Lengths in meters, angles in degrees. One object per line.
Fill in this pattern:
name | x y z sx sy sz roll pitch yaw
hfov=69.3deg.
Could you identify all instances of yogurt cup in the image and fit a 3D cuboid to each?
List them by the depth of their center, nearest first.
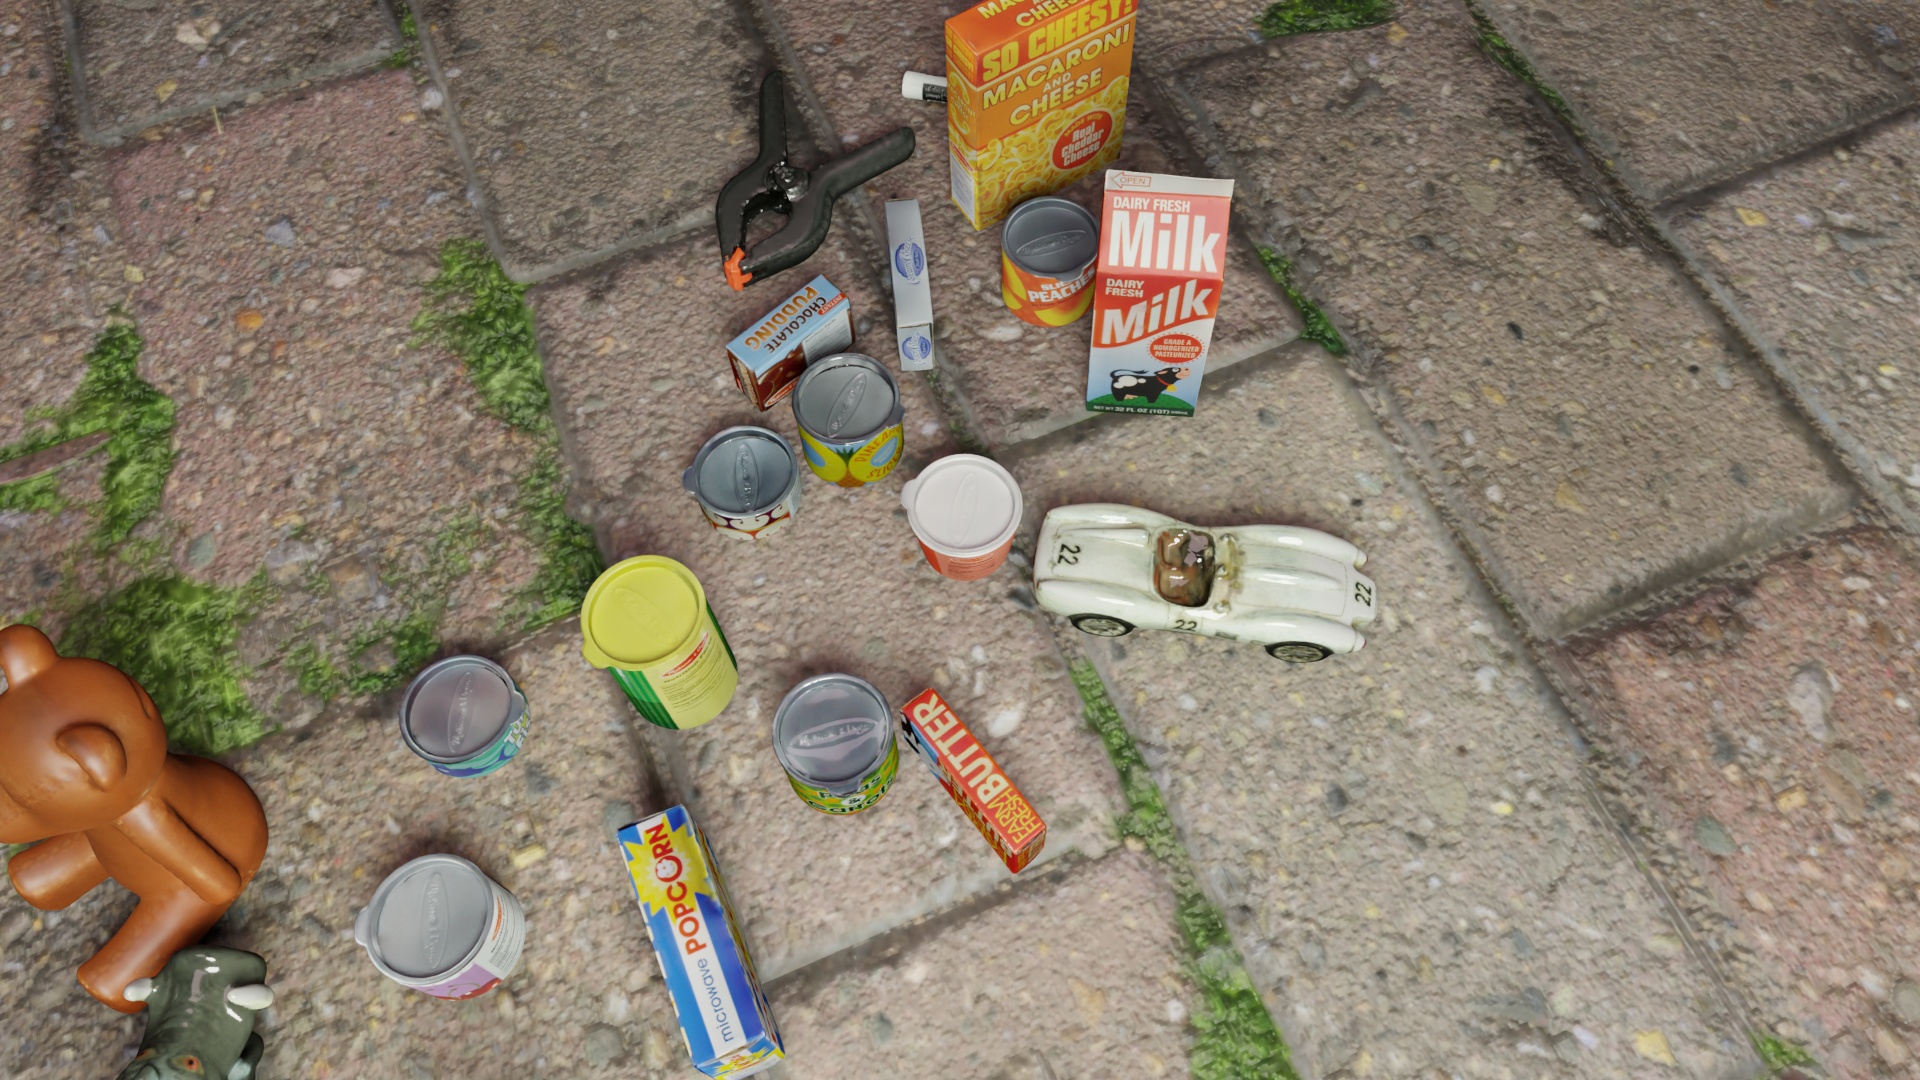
yogurt cup | 0.003 -0.011 0.837 0.072 0.053 0.072 0 64 1

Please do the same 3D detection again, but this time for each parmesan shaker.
parmesan shaker | -0.168 0.061 0.778 0.071 0.102 0.071 -1 64 1

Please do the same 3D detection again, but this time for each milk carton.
milk carton | 0.116 -0.154 0.831 0.072 0.189 0.074 5 64 4

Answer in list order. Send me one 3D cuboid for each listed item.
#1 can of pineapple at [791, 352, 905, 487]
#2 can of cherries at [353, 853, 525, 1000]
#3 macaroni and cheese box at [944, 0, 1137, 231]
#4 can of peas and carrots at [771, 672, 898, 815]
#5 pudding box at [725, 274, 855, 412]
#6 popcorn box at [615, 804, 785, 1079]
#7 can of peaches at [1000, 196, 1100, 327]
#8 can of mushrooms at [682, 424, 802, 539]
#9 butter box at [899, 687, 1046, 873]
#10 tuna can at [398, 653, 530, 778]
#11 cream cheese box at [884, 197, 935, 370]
can of pineapple | -0.068 -0.073 0.868 0.071 0.057 0.071 0 64 1
can of cherries | -0.273 0.205 0.733 0.071 0.058 0.072 0 64 1
macaroni and cheese box | 0.051 -0.294 0.916 0.124 0.165 0.040 -30 67 -13
can of peas and carrots | -0.067 0.116 0.773 0.071 0.058 0.071 0 64 1
pudding box | -0.109 -0.128 0.901 0.084 0.049 0.030 -41 70 -17
popcorn box | -0.132 0.208 0.714 0.038 0.085 0.127 -22 65 -9
can of peaches | 0.060 -0.182 0.920 0.071 0.057 0.071 0 64 1
can of mushrooms | -0.135 -0.036 0.864 0.071 0.033 0.071 0 64 1
butter box | 0.007 0.133 0.766 0.024 0.053 0.104 -35 68 -15
tuna can | -0.282 0.101 0.800 0.071 0.032 0.071 0 64 1
cream cheese box | -0.033 -0.169 0.918 0.024 0.053 0.104 -6 64 -2
